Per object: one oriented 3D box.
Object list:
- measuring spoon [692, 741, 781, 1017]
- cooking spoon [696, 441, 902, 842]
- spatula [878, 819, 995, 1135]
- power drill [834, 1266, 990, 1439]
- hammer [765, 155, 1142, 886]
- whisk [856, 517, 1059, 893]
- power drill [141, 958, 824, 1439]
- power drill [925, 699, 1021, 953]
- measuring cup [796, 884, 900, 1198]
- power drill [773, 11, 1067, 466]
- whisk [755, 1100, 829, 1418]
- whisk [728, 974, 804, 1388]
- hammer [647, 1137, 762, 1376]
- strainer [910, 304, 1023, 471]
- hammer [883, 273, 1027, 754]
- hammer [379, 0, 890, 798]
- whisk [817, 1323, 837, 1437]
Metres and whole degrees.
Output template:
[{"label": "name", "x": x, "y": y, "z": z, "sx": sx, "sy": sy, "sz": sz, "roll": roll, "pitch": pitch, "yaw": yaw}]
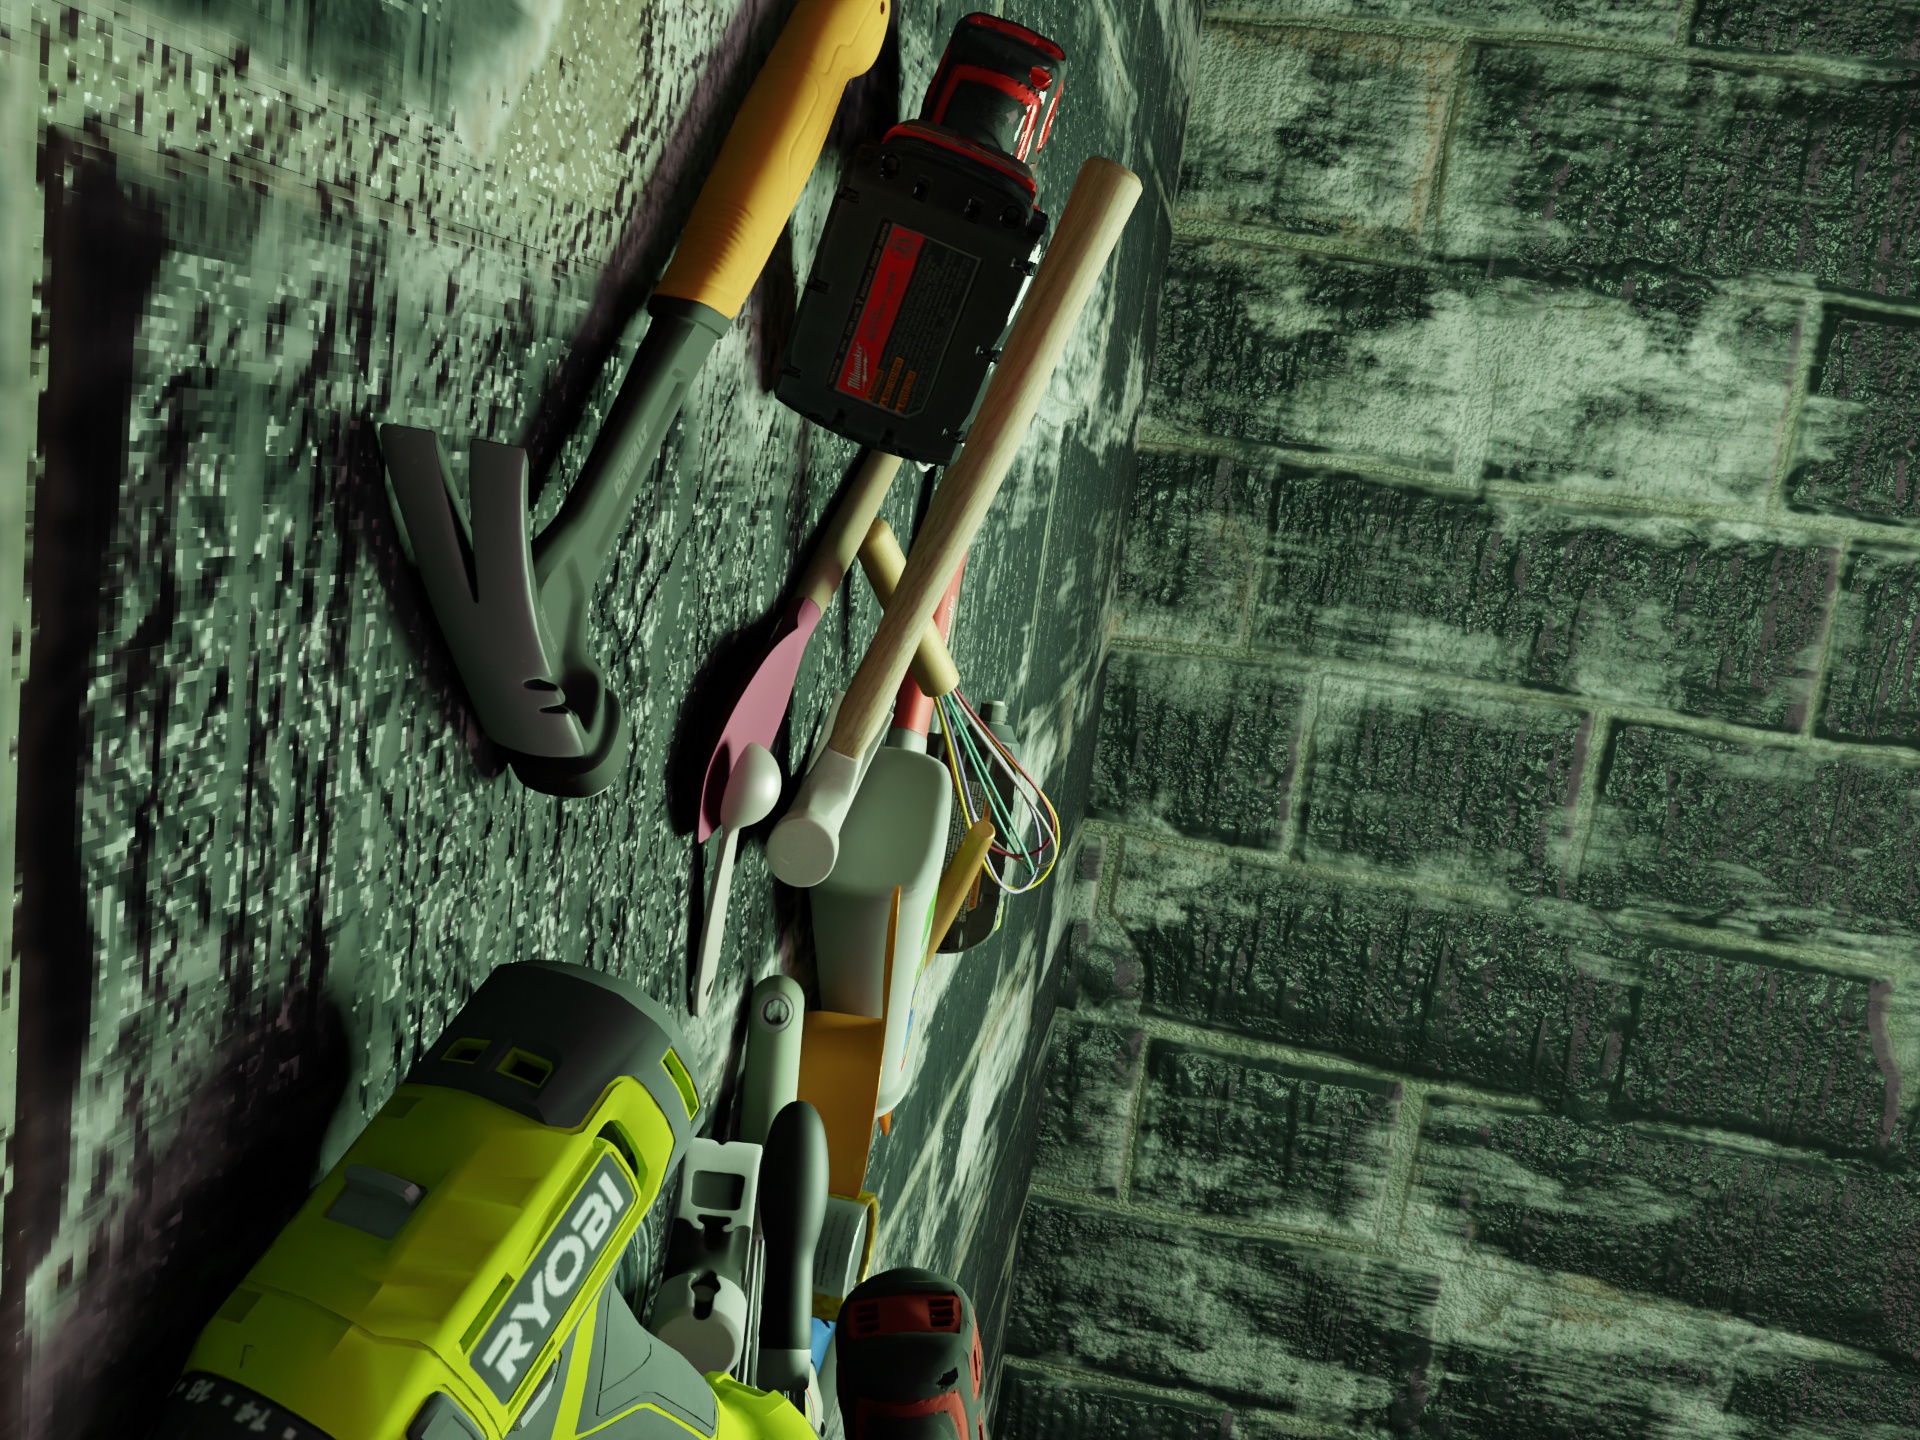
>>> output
[{"label": "measuring spoon", "x": -0.089, "y": 0.067, "z": 0.635, "sx": 0.034, "sy": 0.018, "sz": 0.124, "roll": -56, "pitch": 161, "yaw": -68}, {"label": "cooking spoon", "x": -0.062, "y": -0.063, "z": 0.709, "sx": 0.319, "sy": 0.017, "sz": 0.068, "roll": -70, "pitch": 175, "yaw": -50}, {"label": "spatula", "x": -0.022, "y": 0.151, "z": 0.955, "sx": 0.322, "sy": 0.041, "sz": 0.081, "roll": 115, "pitch": -16, "yaw": -51}, {"label": "power drill", "x": -0.014, "y": 0.354, "z": 0.606, "sx": 0.227, "sy": 0.080, "sz": 0.187, "roll": -96, "pitch": -178, "yaw": -58}, {"label": "hammer", "x": -0.004, "y": -0.089, "z": 0.710, "sx": 0.130, "sy": 0.031, "sz": 0.331, "roll": -87, "pitch": -158, "yaw": -78}, {"label": "whisk", "x": 0.000, "y": -0.004, "z": 0.845, "sx": 0.051, "sy": 0.047, "sz": 0.244, "roll": -105, "pitch": 171, "yaw": -58}, {"label": "power drill", "x": -0.110, "y": 0.198, "z": 0.387, "sx": 0.191, "sy": 0.080, "sz": 0.228, "roll": -58, "pitch": 145, "yaw": -41}, {"label": "power drill", "x": 0.003, "y": 0.070, "z": 1.088, "sx": 0.223, "sy": 0.080, "sz": 0.171, "roll": 1, "pitch": 98, "yaw": -85}, {"label": "measuring cup", "x": -0.062, "y": 0.150, "z": 0.768, "sx": 0.095, "sy": 0.052, "sz": 0.173, "roll": -87, "pitch": -175, "yaw": -64}, {"label": "power drill", "x": -0.009, "y": -0.205, "z": 0.680, "sx": 0.220, "sy": 0.078, "sz": 0.143, "roll": -77, "pitch": -170, "yaw": -54}, {"label": "whisk", "x": -0.076, "y": 0.302, "z": 0.656, "sx": 0.070, "sy": 0.070, "sz": 0.285, "roll": 74, "pitch": 16, "yaw": -69}, {"label": "whisk", "x": -0.092, "y": 0.239, "z": 0.718, "sx": 0.059, "sy": 0.058, "sz": 0.246, "roll": 96, "pitch": -2, "yaw": -79}, {"label": "hammer", "x": -0.119, "y": 0.325, "z": 0.633, "sx": 0.146, "sy": 0.035, "sz": 0.334, "roll": -103, "pitch": -157, "yaw": -72}, {"label": "strainer", "x": -0.002, "y": -0.177, "z": 0.839, "sx": 0.086, "sy": 0.050, "sz": 0.259, "roll": 63, "pitch": 20, "yaw": -20}, {"label": "hammer", "x": -0.003, "y": -0.138, "z": 0.942, "sx": 0.143, "sy": 0.038, "sz": 0.386, "roll": 61, "pitch": 39, "yaw": -73}, {"label": "hammer", "x": -0.077, "y": -0.146, "z": 0.486, "sx": 0.127, "sy": 0.034, "sz": 0.337, "roll": 89, "pitch": 14, "yaw": -54}, {"label": "whisk", "x": -0.091, "y": 0.417, "z": 0.946, "sx": 0.239, "sy": 0.055, "sz": 0.055, "roll": -65, "pitch": 162, "yaw": -74}]
